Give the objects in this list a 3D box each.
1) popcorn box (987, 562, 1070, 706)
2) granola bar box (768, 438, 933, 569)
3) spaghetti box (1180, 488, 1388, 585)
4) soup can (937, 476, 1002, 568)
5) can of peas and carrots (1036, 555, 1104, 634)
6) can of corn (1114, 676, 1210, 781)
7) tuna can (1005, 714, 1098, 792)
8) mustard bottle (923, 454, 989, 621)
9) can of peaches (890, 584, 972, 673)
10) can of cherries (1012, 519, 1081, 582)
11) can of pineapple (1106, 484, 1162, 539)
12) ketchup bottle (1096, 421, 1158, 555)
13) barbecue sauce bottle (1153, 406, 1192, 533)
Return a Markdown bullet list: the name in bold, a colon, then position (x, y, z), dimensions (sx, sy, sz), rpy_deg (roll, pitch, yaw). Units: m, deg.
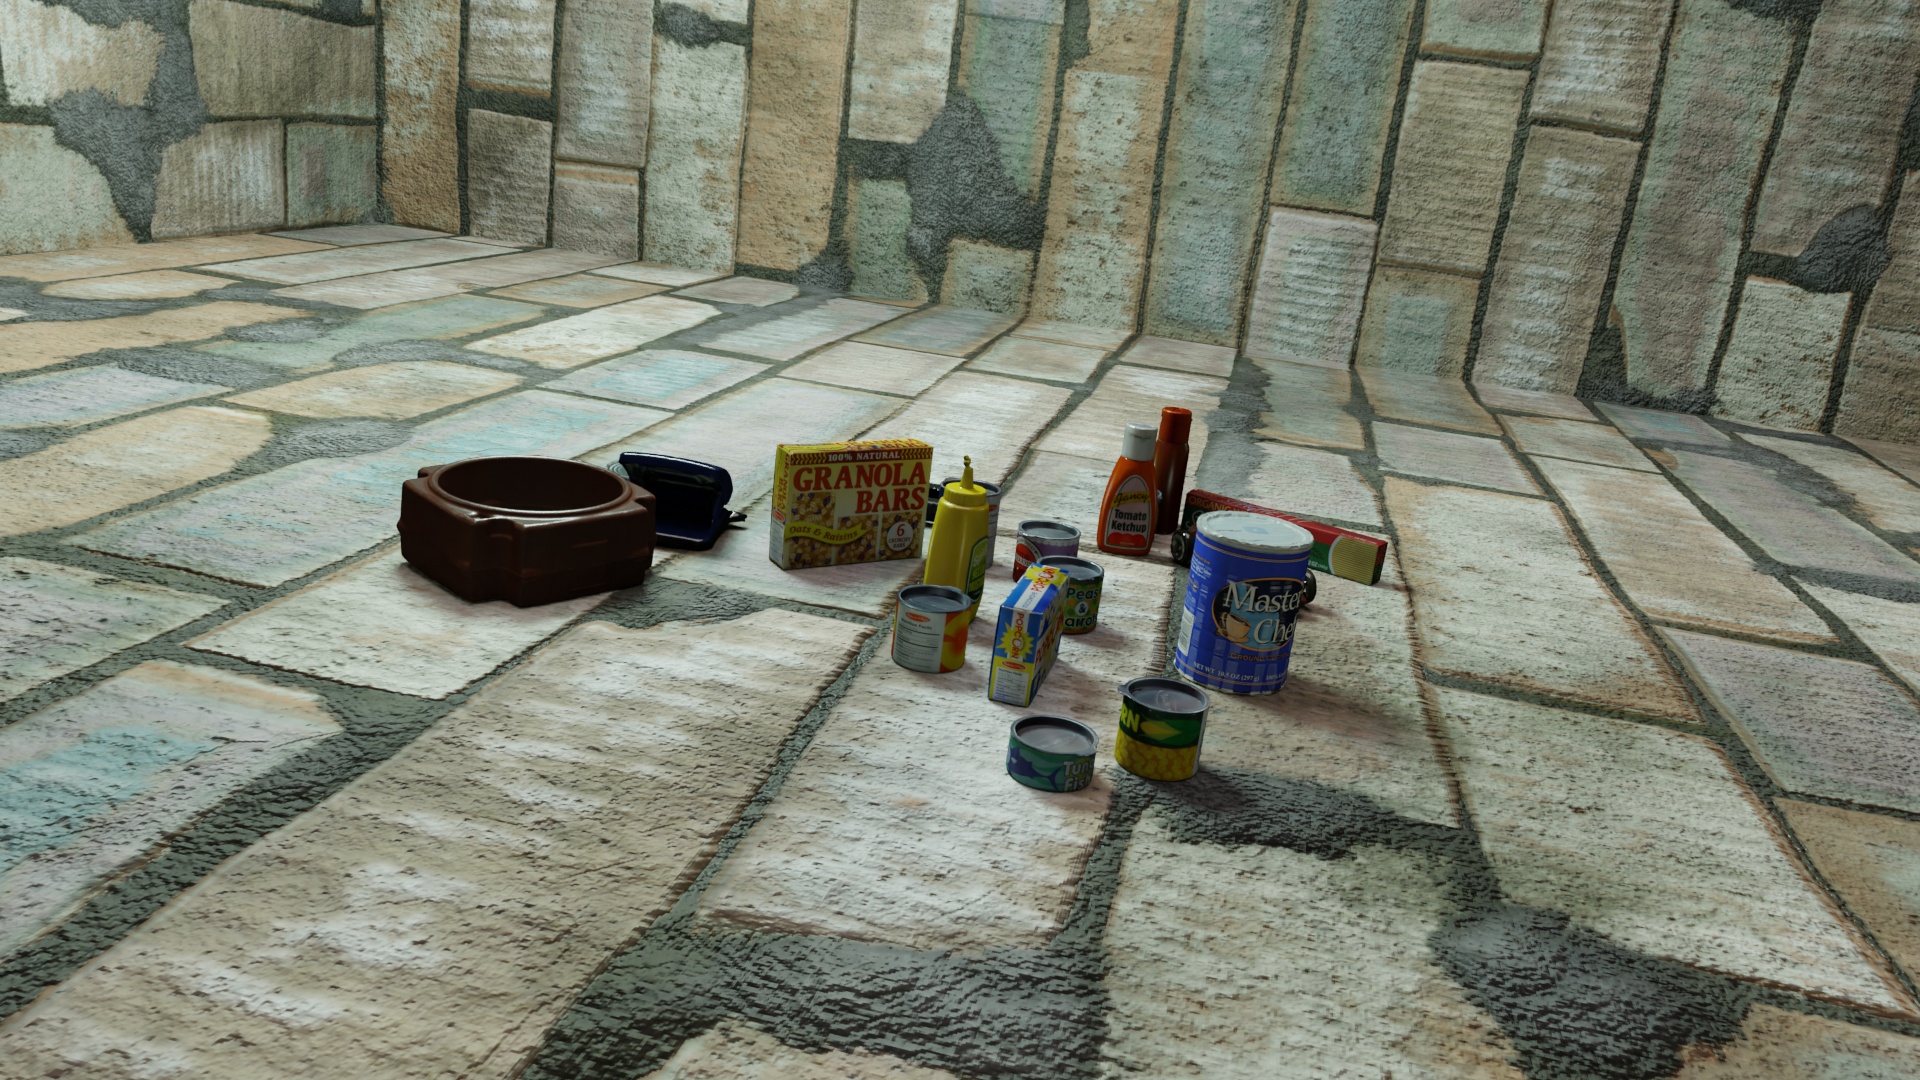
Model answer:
- **popcorn box**: position (0.060, 0.079, 1.190), dimensions (0.038, 0.085, 0.127), rpy_deg (11, 18, 12)
- **granola bar box**: position (-0.113, -0.040, 1.437), dimensions (0.166, 0.123, 0.039), rpy_deg (-5, 20, -33)
- **spaghetti box**: position (0.376, -0.007, 1.638), dimensions (0.250, 0.050, 0.029), rpy_deg (19, 21, 33)
- **soup can**: position (0.005, -0.019, 1.481), dimensions (0.071, 0.083, 0.071), rpy_deg (6, 17, -2)
- **can of peas and carrots**: position (0.103, 0.053, 1.334), dimensions (0.071, 0.058, 0.071), rpy_deg (6, 17, -2)
- **can of corn**: position (0.151, 0.143, 1.063), dimensions (0.071, 0.058, 0.071), rpy_deg (6, 17, -2)
- **tuna can**: position (0.069, 0.158, 1.029), dimensions (0.071, 0.032, 0.071), rpy_deg (6, 17, -2)
- **mustard bottle**: position (-0.001, -0.001, 1.296), dimensions (0.049, 0.159, 0.065), rpy_deg (13, 18, 20)
- **can of peaches**: position (-0.024, 0.076, 1.212), dimensions (0.071, 0.058, 0.071), rpy_deg (6, 17, -2)
- **can of cherries**: position (0.087, 0.015, 1.446), dimensions (0.071, 0.058, 0.072), rpy_deg (6, 17, -2)
- **can of pineapple**: position (0.202, -0.032, 1.641), dimensions (0.071, 0.057, 0.071), rpy_deg (6, 17, -2)
- **ketchup bottle**: position (0.194, -0.059, 1.573), dimensions (0.065, 0.148, 0.044), rpy_deg (6, 17, -2)
- **barbecue sauce bottle**: position (0.252, -0.086, 1.680), dimensions (0.044, 0.148, 0.065), rpy_deg (11, 17, 14)
